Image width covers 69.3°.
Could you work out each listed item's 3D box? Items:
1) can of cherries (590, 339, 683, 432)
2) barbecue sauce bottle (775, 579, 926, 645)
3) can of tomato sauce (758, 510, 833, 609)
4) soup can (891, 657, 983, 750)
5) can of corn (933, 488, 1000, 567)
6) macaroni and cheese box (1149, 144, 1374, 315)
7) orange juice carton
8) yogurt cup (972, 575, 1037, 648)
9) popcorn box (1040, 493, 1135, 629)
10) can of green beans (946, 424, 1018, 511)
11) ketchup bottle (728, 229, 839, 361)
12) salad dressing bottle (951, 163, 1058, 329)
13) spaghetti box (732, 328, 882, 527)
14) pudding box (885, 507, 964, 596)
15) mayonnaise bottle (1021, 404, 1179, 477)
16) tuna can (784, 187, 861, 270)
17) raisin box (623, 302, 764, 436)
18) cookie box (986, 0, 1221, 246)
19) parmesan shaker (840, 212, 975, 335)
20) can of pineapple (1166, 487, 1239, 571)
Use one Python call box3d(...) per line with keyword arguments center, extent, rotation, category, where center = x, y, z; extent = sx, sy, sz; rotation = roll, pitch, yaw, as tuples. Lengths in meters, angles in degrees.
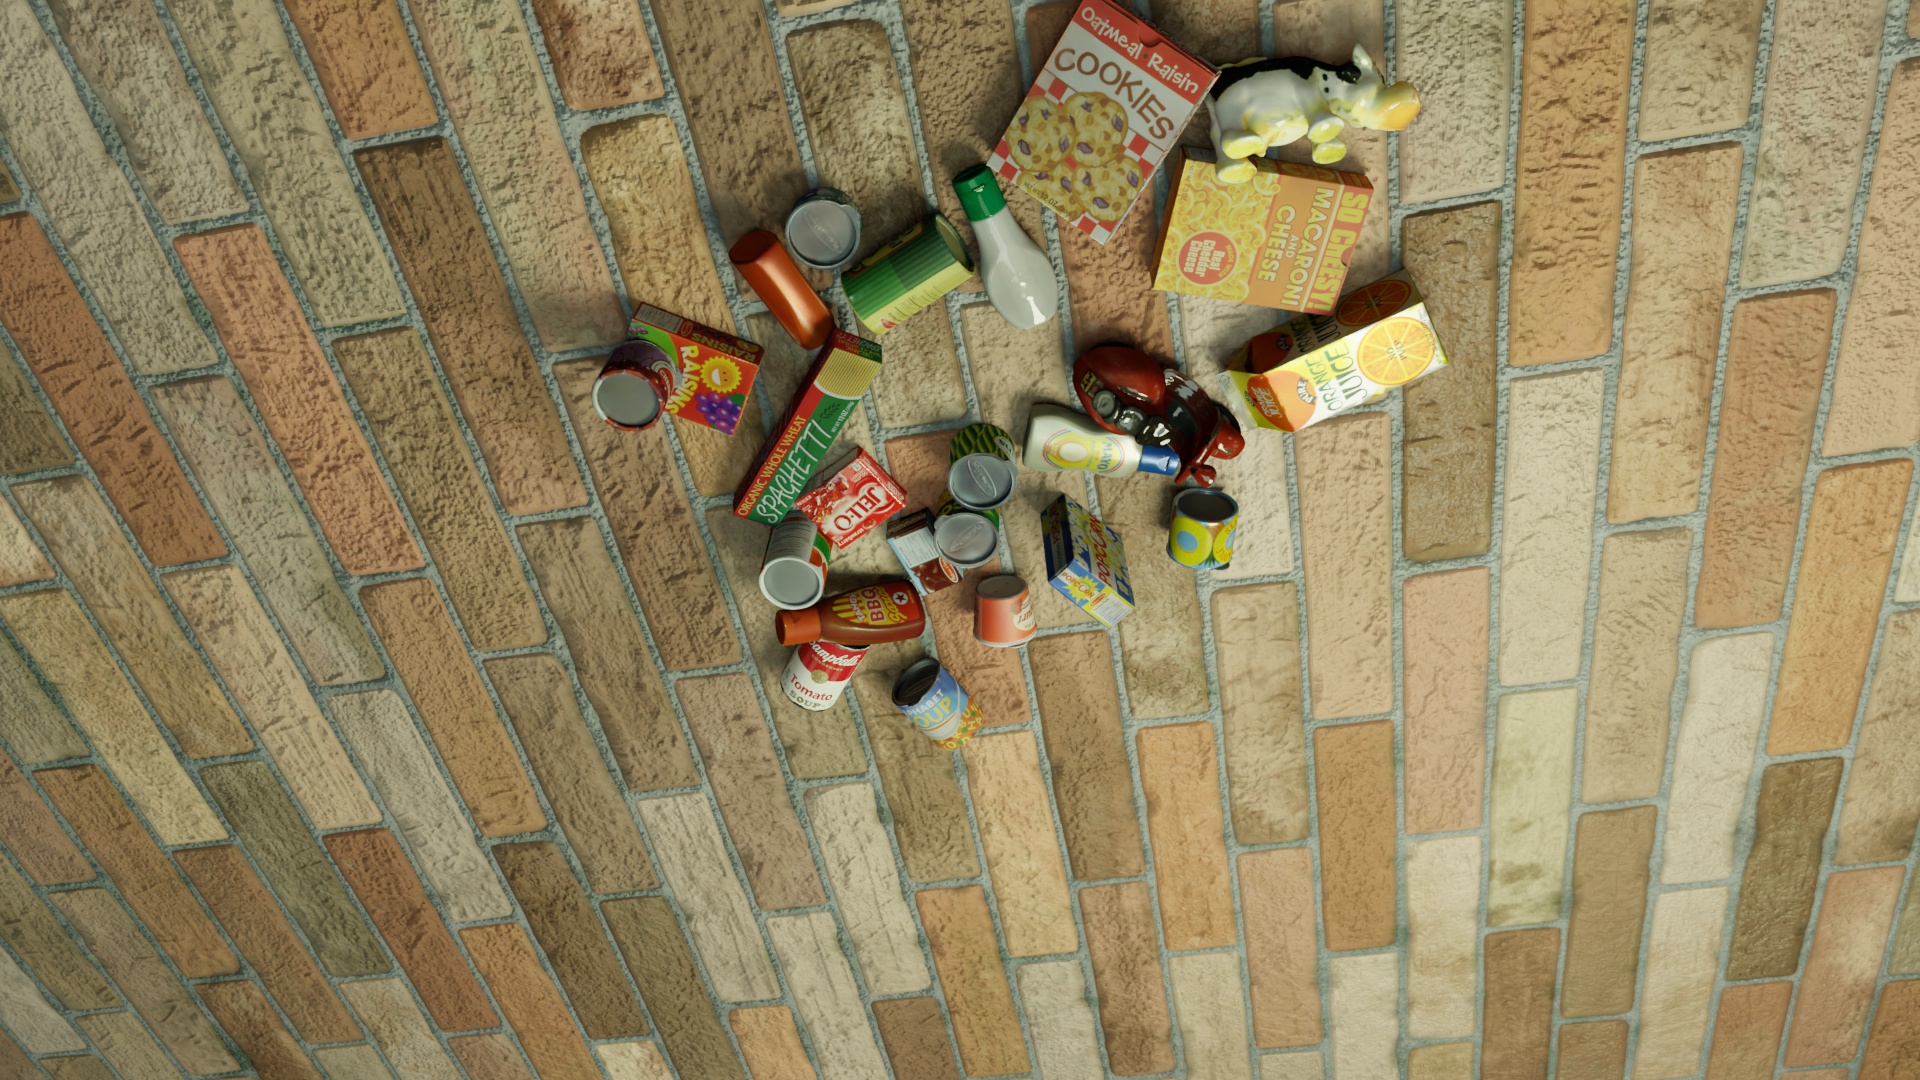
box3d(center=(-0.294, -0.140, 1.265), extent=(0.071, 0.059, 0.071), rotation=(1, 124, 2), category="can of cherries")
box3d(center=(-0.114, 0.079, 1.423), extent=(0.149, 0.065, 0.043), rotation=(-8, 143, -23), category="barbecue sauce bottle")
box3d(center=(-0.165, 0.021, 1.404), extent=(0.071, 0.083, 0.070), rotation=(1, 124, 1), category="can of tomato sauce")
box3d(center=(-0.025, 0.181, 1.515), extent=(0.071, 0.072, 0.083), rotation=(-30, 118, 20), category="soup can")
box3d(center=(0.005, -0.017, 1.388), extent=(0.071, 0.058, 0.070), rotation=(1, 124, 1), category="can of corn")
box3d(center=(0.262, -0.270, 1.221), extent=(0.166, 0.040, 0.123), rotation=(8, 125, -3), category="macaroni and cheese box")
box3d(center=(0.335, -0.164, 1.270), extent=(0.192, 0.073, 0.071), rotation=(-24, 120, 17), category="orange juice carton")
box3d(center=(0.045, 0.072, 1.445), extent=(0.072, 0.073, 0.053), rotation=(-3, 116, 4), category="yogurt cup")
box3d(center=(0.124, 0.019, 1.368), extent=(0.085, 0.127, 0.038), rotation=(36, 115, -21), category="popcorn box")
box3d(center=(0.021, -0.071, 1.351), extent=(0.071, 0.058, 0.071), rotation=(1, 124, 1), category="can of green beans")
box3d(center=(-0.148, -0.212, 1.262), extent=(0.043, 0.065, 0.148), rotation=(-46, 127, -12), category="ketchup bottle")
box3d(center=(0.039, -0.260, 1.231), extent=(0.064, 0.044, 0.147), rotation=(-27, 119, 2), category="salad dressing bottle")
box3d(center=(-0.150, -0.101, 1.324), extent=(0.050, 0.029, 0.248), rotation=(17, 134, -23), category="spaghetti box")
box3d(center=(-0.036, 0.013, 1.426), extent=(0.049, 0.030, 0.083), rotation=(-23, 120, 15), category="pudding box")
box3d(center=(0.137, -0.091, 1.344), extent=(0.148, 0.041, 0.064), rotation=(8, 122, -3), category="mayonnaise bottle")
box3d(center=(-0.119, -0.278, 1.231), extent=(0.071, 0.033, 0.070), rotation=(1, 124, 1), category="tuna can")
box3d(center=(-0.257, -0.160, 1.311), extent=(0.123, 0.040, 0.085), rotation=(20, 121, -10), category="raisin box")
box3d(center=(0.117, -0.350, 1.150), extent=(0.123, 0.040, 0.166), rotation=(35, 120, 1), category="cookie box")
box3d(center=(-0.046, -0.238, 1.239), extent=(0.103, 0.072, 0.071), rotation=(-30, 118, 19), category="parmesan shaker")
box3d(center=(0.242, -0.011, 1.379), extent=(0.071, 0.071, 0.057), rotation=(2, 124, 0), category="can of pineapple")
